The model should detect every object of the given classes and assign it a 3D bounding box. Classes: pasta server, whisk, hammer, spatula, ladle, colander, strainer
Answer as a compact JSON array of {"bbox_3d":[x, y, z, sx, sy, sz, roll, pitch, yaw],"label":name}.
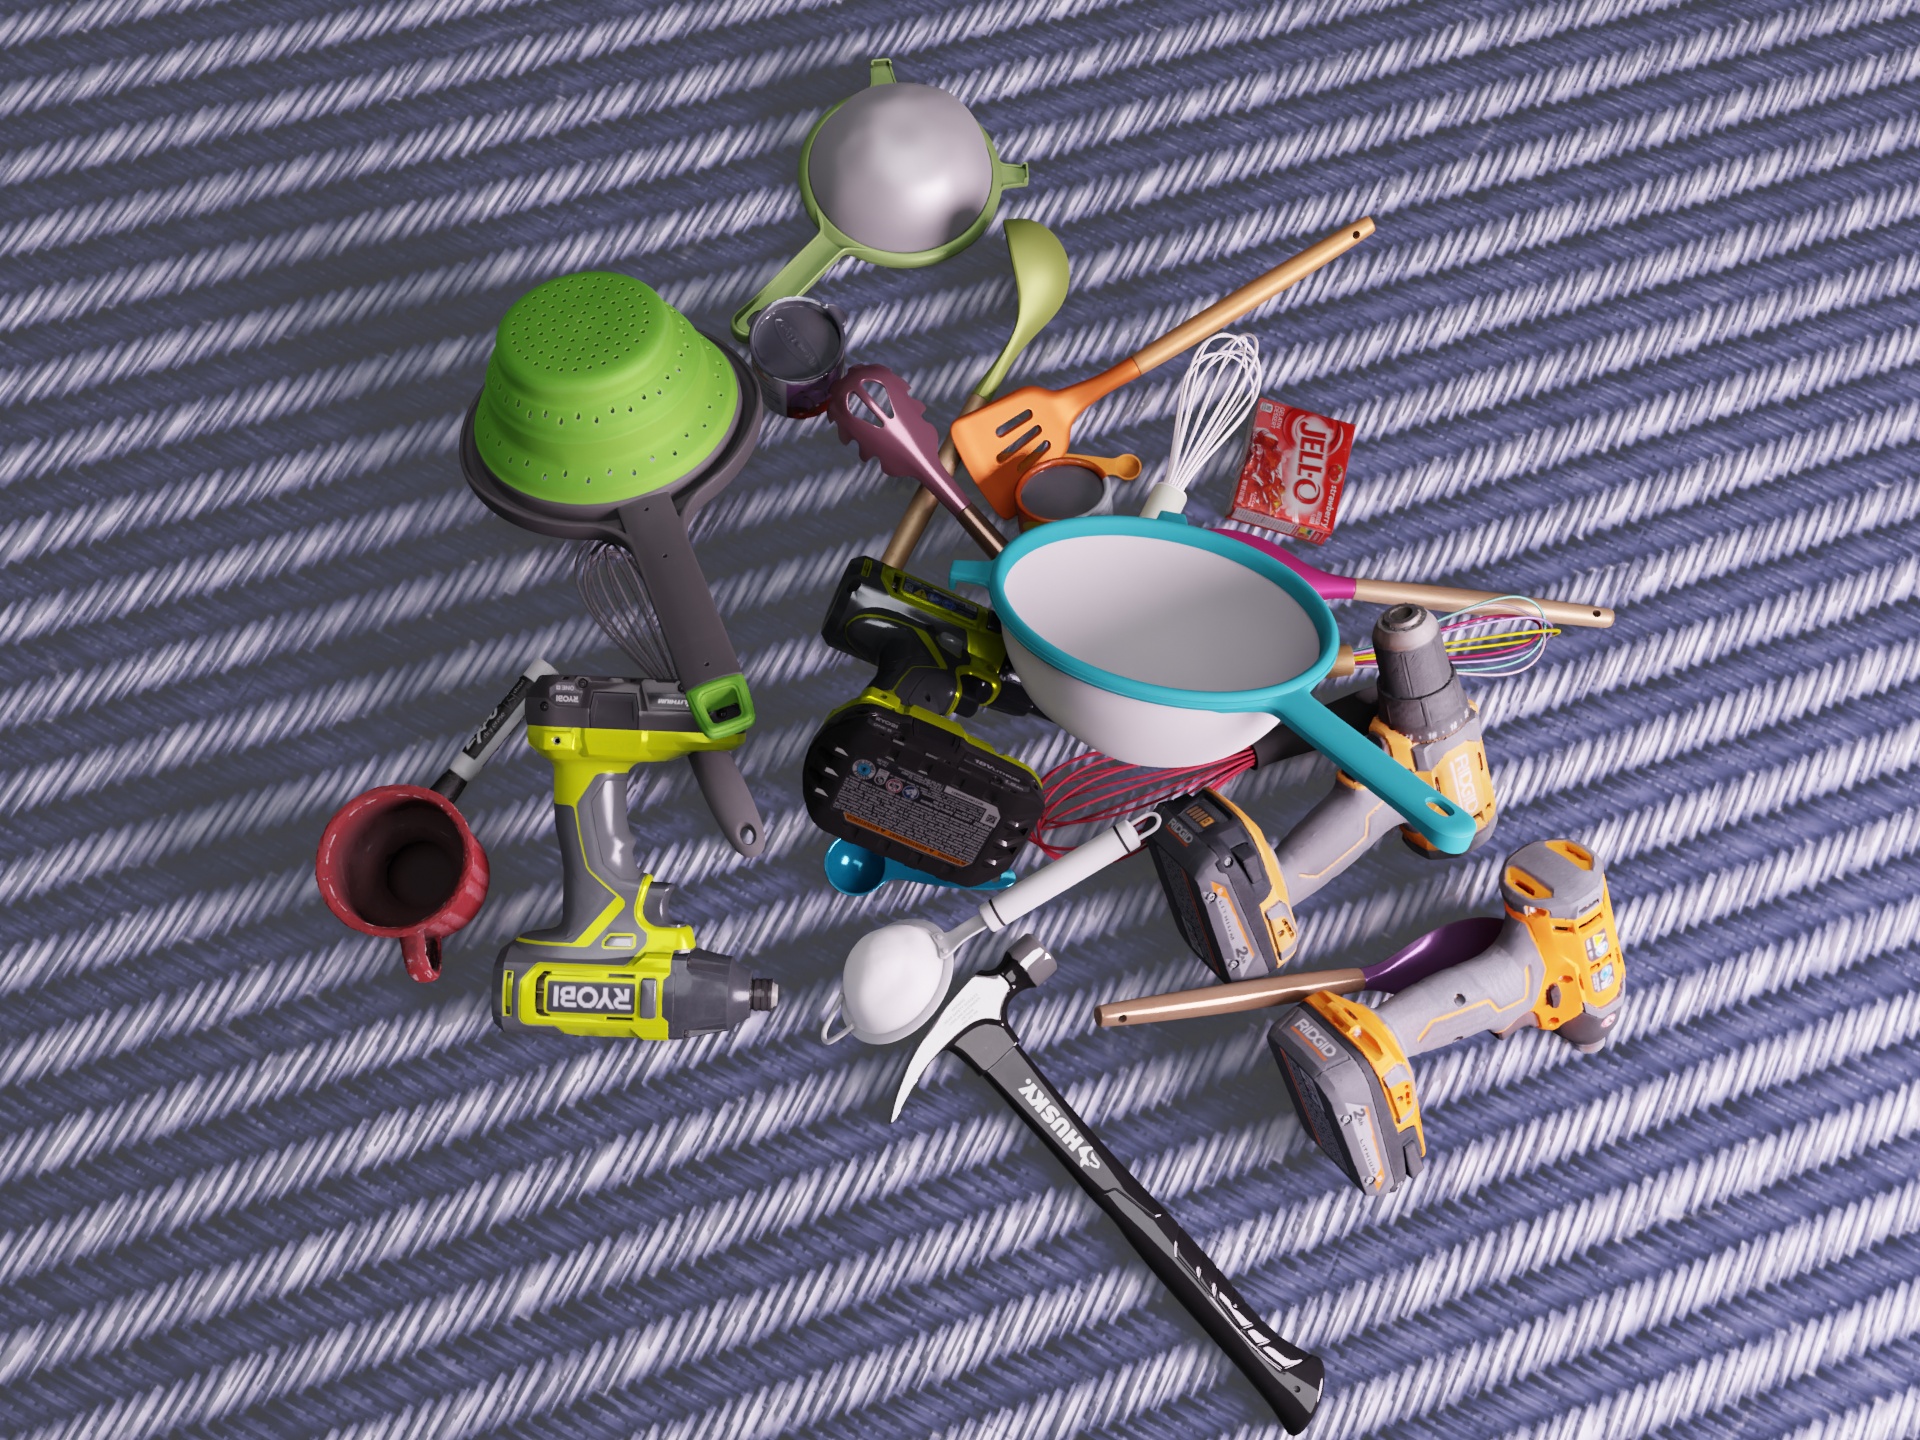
[{"bbox_3d":[0.021,-0.118,1.059,0.060,0.040,0.316,-41,86,2],"label":"pasta server"},{"bbox_3d":[0.176,0.029,1.057,0.296,0.073,0.073,-19,77,-14],"label":"whisk"},{"bbox_3d":[0.099,0.304,0.990,0.146,0.035,0.335,-40,82,-13],"label":"hammer"},{"bbox_3d":[0.150,-0.167,1.113,0.057,0.059,0.246,32,78,-26],"label":"whisk"},{"bbox_3d":[0.229,0.164,1.000,0.315,0.018,0.059,-5,108,-20],"label":"spatula"},{"bbox_3d":[0.289,-0.047,1.088,0.245,0.047,0.051,-8,112,-1],"label":"whisk"},{"bbox_3d":[-0.009,-0.206,1.108,0.062,0.078,0.320,26,82,13],"label":"ladle"},{"bbox_3d":[-0.206,-0.162,0.990,0.204,0.094,0.398,-20,56,-10],"label":"colander"},{"bbox_3d":[0.144,-0.255,1.093,0.322,0.041,0.081,-31,112,5],"label":"spatula"},{"bbox_3d":[-0.076,-0.371,1.136,0.151,0.069,0.256,39,75,6],"label":"strainer"},{"bbox_3d":[-0.189,-0.016,1.048,0.055,0.055,0.239,-26,83,-10],"label":"whisk"},{"bbox_3d":[0.153,-0.002,0.931,0.211,0.095,0.341,-17,44,-34],"label":"strainer"},{"bbox_3d":[0.012,0.124,0.991,0.258,0.050,0.087,-31,43,5],"label":"strainer"}]

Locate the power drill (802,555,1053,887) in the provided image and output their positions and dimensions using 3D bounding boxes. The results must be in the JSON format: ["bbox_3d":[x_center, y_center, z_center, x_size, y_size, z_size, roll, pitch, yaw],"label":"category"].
[{"bbox_3d":[-0.002,-0.003,0.987,0.190,0.080,0.229,23,31,-9],"label":"power drill"}]

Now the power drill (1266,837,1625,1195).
[{"bbox_3d":[0.317,0.193,0.992,0.226,0.084,0.164,-32,122,-9],"label":"power drill"}]

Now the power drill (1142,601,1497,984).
[{"bbox_3d":[0.231,0.044,1.002,0.226,0.084,0.185,-29,124,-10],"label":"power drill"}]

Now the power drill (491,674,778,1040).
[{"bbox_3d":[-0.196,0.085,0.989,0.171,0.080,0.223,2,91,-3],"label":"power drill"}]

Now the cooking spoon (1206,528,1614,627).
[{"bbox_3d":[0.301,-0.090,1.116,0.319,0.017,0.069,6,76,-2],"label":"cooking spoon"}]

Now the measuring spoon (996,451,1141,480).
[{"bbox_3d":[0.070,-0.179,1.129,0.117,0.011,0.021,0,75,0],"label":"measuring spoon"}]

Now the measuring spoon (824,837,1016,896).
[{"bbox_3d":[-0.027,0.100,1.047,0.128,0.021,0.042,6,74,-12],"label":"measuring spoon"}]
